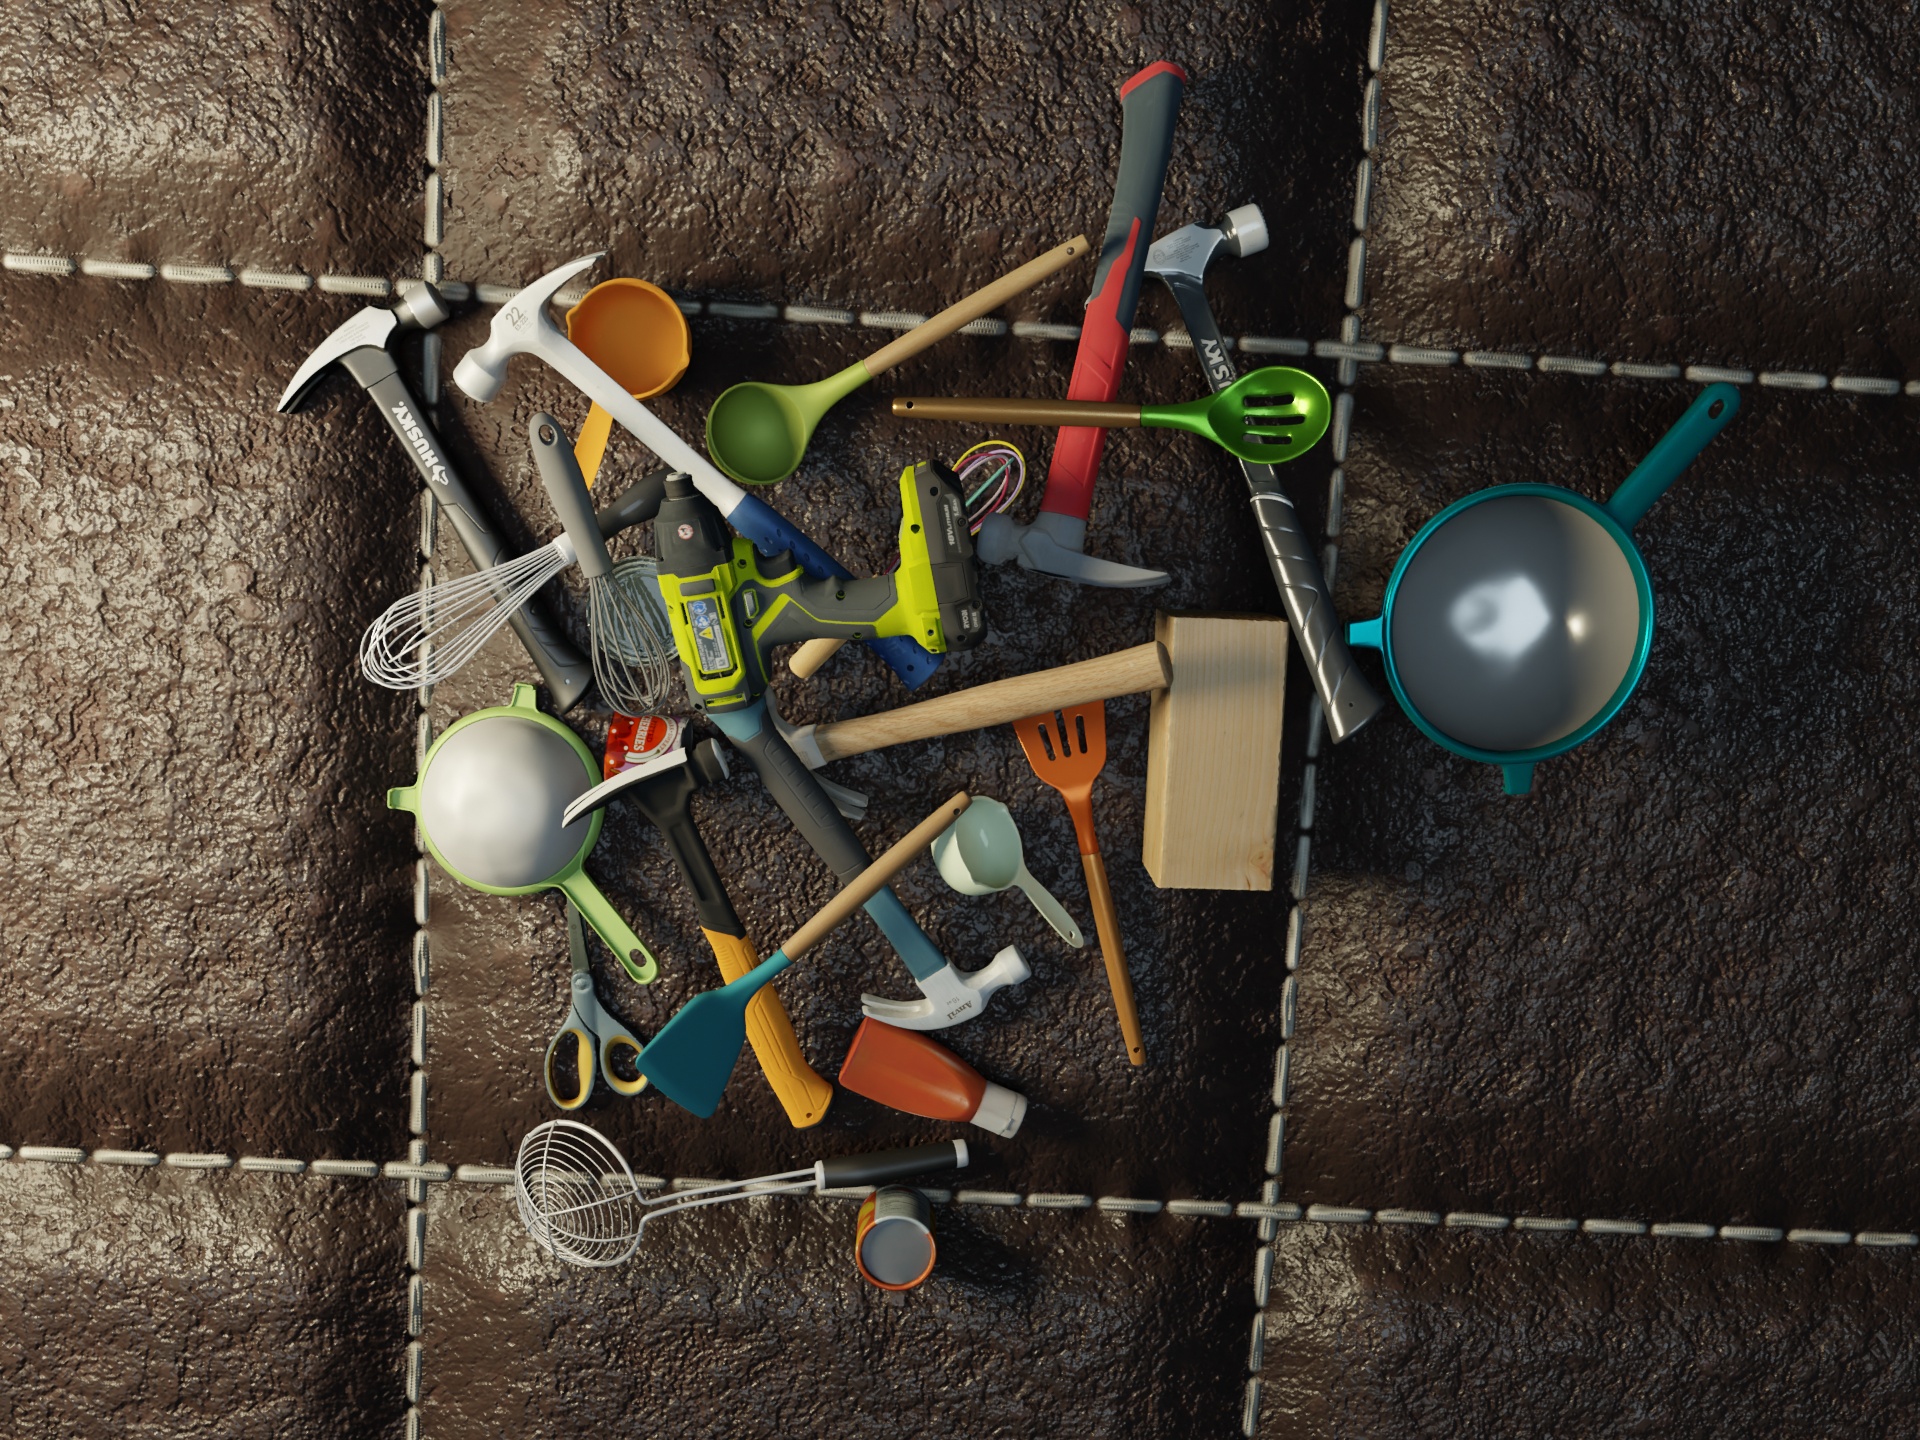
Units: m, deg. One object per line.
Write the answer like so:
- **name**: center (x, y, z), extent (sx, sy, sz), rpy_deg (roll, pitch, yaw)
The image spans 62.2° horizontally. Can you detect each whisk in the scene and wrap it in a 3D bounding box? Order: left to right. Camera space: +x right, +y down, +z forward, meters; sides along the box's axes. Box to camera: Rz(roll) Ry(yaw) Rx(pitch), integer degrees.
- **whisk**: center (-0.319, -0.113, 1.185), extent (0.284, 0.070, 0.070), rpy_deg (-36, 98, -17)
- **whisk**: center (-0.269, -0.110, 1.167), extent (0.055, 0.055, 0.238), rpy_deg (-16, 111, 1)
- **whisk**: center (-0.044, -0.124, 1.232), extent (0.245, 0.051, 0.047), rpy_deg (-44, 109, 10)

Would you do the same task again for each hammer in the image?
- **hammer**: center (-0.382, -0.154, 1.221), extent (0.146, 0.035, 0.334), rpy_deg (-30, 98, 2)
- **hammer**: center (-0.183, 0.183, 1.235), extent (0.127, 0.034, 0.336), rpy_deg (-23, 111, -3)
- **hammer**: center (-0.169, -0.170, 1.170), extent (0.405, 0.035, 0.144), rpy_deg (41, 112, -14)
- **hammer**: center (-0.084, 0.110, 1.236), extent (0.128, 0.033, 0.330), rpy_deg (-33, 109, 4)
- **hammer**: center (-0.002, -0.004, 1.196), extent (0.331, 0.031, 0.130), rpy_deg (-13, 120, 19)
- **hammer**: center (0.124, -0.291, 1.169), extent (0.143, 0.038, 0.386), rpy_deg (13, 88, 12)
- **hammer**: center (0.218, -0.177, 1.176), extent (0.149, 0.036, 0.409), rpy_deg (-19, 79, 5)

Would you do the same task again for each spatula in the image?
- **spatula**: center (-0.108, 0.167, 1.205), extent (0.317, 0.044, 0.082), rpy_deg (-42, 119, 2)
- **spatula**: center (0.109, 0.125, 1.280), extent (0.081, 0.041, 0.322), rpy_deg (-13, 102, 1)

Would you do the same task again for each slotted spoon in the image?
- **slotted spoon**: center (0.104, -0.220, 1.135), extent (0.314, 0.031, 0.070), rpy_deg (4, 86, 12)

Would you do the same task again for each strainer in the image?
- **strainer**: center (-0.323, 0.107, 1.229), extent (0.151, 0.069, 0.256), rpy_deg (-39, 91, 3)
- **strainer**: center (0.455, -0.125, 1.220), extent (0.211, 0.095, 0.340), rpy_deg (41, 93, -9)

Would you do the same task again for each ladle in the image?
- **ladle**: center (-0.047, -0.272, 1.176), extent (0.320, 0.062, 0.078), rpy_deg (-27, 104, 13)

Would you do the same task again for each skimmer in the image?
- **skimmer**: center (-0.179, 0.367, 1.300), extent (0.363, 0.090, 0.127), rpy_deg (-6, 103, -11)

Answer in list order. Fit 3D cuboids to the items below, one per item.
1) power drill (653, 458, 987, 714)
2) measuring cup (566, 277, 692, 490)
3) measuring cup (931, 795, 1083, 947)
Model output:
- **power drill**: center (-0.101, -0.107, 1.132), extent (0.223, 0.080, 0.171), rpy_deg (-10, 109, 1)
- **measuring cup**: center (-0.261, -0.246, 1.203), extent (0.095, 0.052, 0.173), rpy_deg (21, 99, -4)
- **measuring cup**: center (0.037, 0.130, 1.267), extent (0.038, 0.083, 0.167), rpy_deg (-20, 123, 38)
